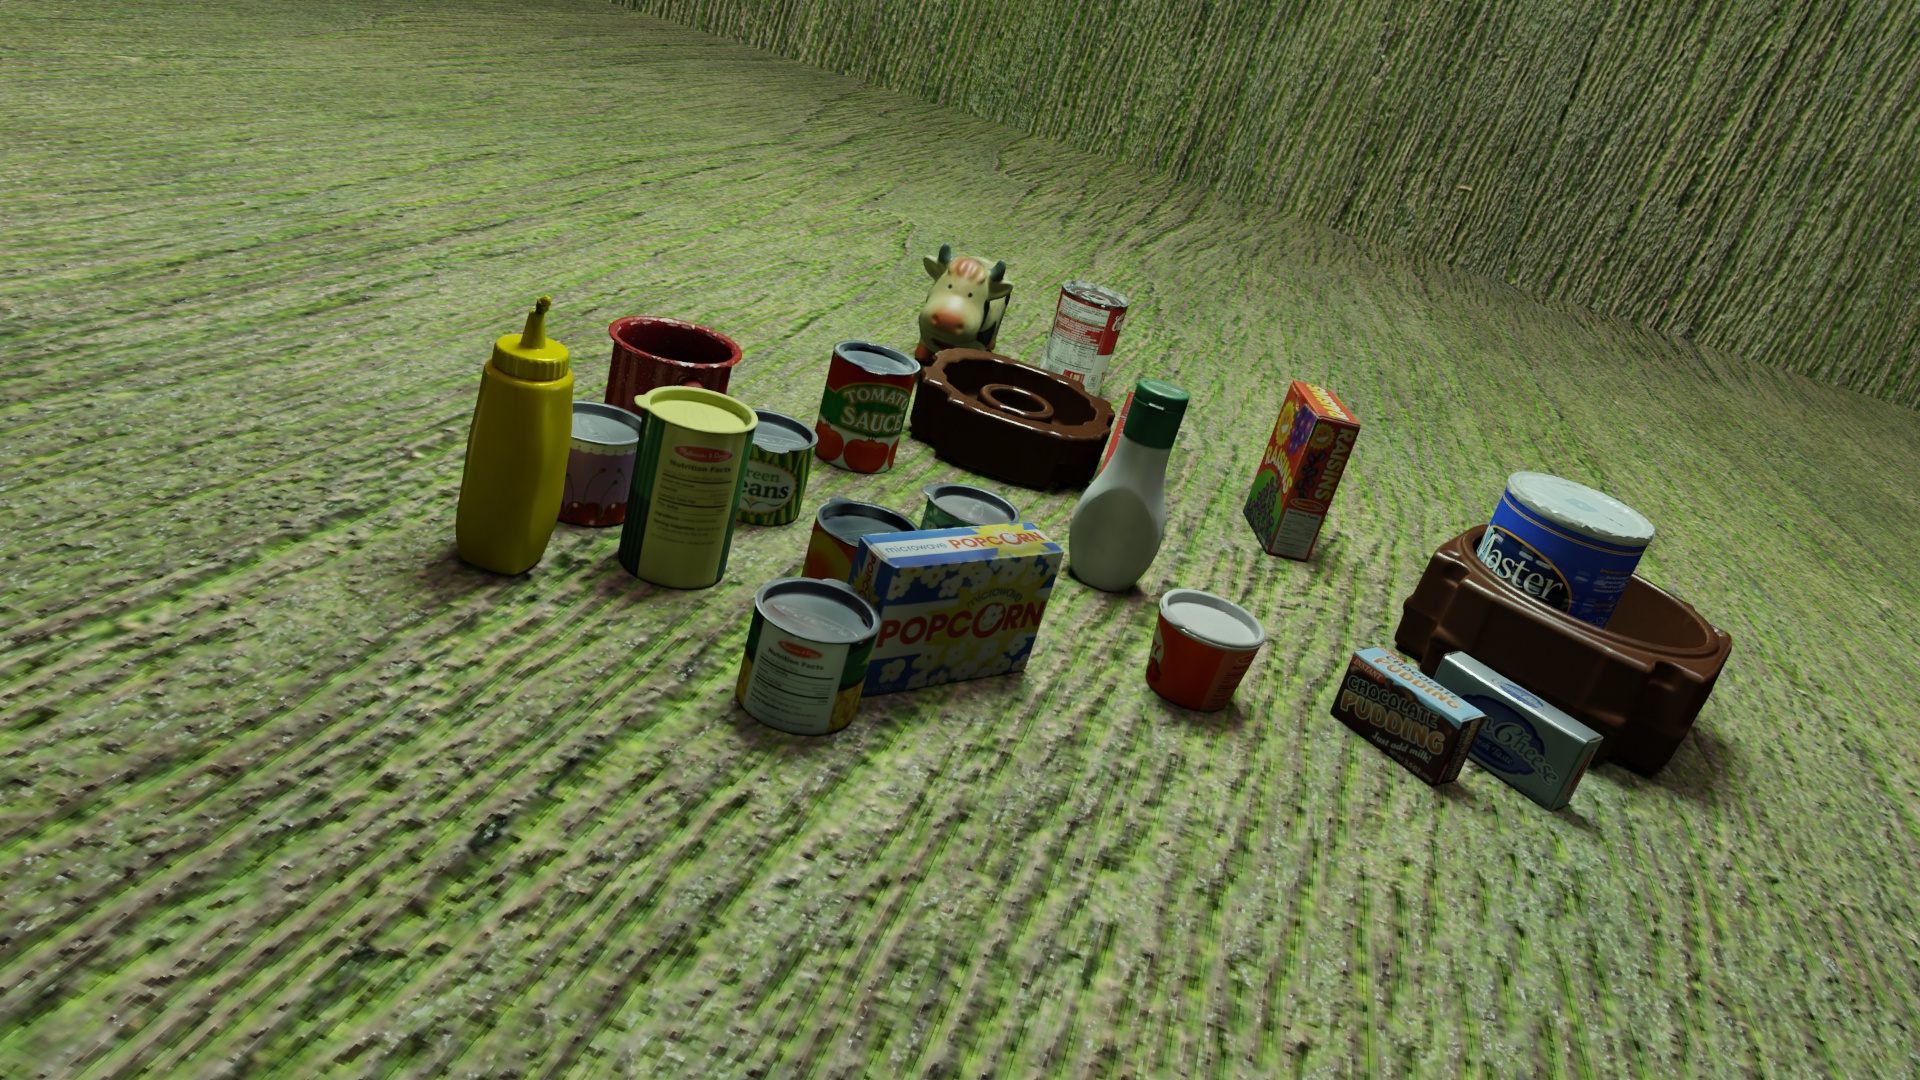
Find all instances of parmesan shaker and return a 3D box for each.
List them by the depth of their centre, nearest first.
[{"bbox_3d":[-0.165,-0.032,0.822,0.071,0.102,0.071,14,24,-6],"label":"parmesan shaker"}]

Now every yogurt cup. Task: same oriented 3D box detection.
[{"bbox_3d":[0.149,0.069,0.862,0.072,0.053,0.073,14,24,-6],"label":"yogurt cup"}]

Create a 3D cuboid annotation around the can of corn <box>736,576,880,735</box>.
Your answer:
[{"bbox_3d":[-0.080,0.060,0.733,0.071,0.058,0.071,14,24,-6],"label":"can of corn"}]

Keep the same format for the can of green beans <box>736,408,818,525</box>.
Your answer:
[{"bbox_3d":[-0.135,-0.050,0.936,0.071,0.057,0.071,14,24,-6],"label":"can of green beans"}]

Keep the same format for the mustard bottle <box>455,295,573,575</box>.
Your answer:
[{"bbox_3d":[-0.243,-0.062,0.768,0.049,0.159,0.065,16,23,-2],"label":"mustard bottle"}]

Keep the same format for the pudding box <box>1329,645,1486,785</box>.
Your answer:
[{"bbox_3d":[0.278,0.108,0.866,0.030,0.049,0.084,-5,32,-40],"label":"pudding box"}]

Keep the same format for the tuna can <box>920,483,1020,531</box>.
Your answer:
[{"bbox_3d":[0.003,-0.012,0.973,0.071,0.032,0.071,14,24,-6],"label":"tuna can"}]

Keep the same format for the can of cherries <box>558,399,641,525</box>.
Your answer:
[{"bbox_3d":[-0.235,-0.049,0.870,0.071,0.058,0.072,14,24,-6],"label":"can of cherries"}]

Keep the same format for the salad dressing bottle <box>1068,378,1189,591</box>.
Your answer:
[{"bbox_3d":[0.119,-0.038,0.960,0.064,0.147,0.044,20,24,9],"label":"salad dressing bottle"}]

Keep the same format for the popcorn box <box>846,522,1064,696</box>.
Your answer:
[{"bbox_3d":[-0.008,0.037,0.793,0.127,0.084,0.038,-5,31,-39],"label":"popcorn box"}]

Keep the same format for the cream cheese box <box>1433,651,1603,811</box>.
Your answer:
[{"bbox_3d":[0.344,0.119,0.878,0.024,0.053,0.104,-7,33,-43],"label":"cream cheese box"}]

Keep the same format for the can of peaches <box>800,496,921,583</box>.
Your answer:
[{"bbox_3d":[-0.062,0.015,0.841,0.071,0.057,0.071,14,24,-6],"label":"can of peaches"}]

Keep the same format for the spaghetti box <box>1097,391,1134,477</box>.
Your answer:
[{"bbox_3d":[0.135,-0.068,1.156,0.029,0.050,0.251,19,24,5],"label":"spaghetti box"}]

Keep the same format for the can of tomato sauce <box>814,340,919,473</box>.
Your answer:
[{"bbox_3d":[-0.073,-0.101,1.056,0.071,0.082,0.071,14,24,-6],"label":"can of tomato sauce"}]

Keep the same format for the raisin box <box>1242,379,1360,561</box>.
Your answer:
[{"bbox_3d":[0.276,-0.058,1.133,0.040,0.122,0.086,13,24,-8],"label":"raisin box"}]
